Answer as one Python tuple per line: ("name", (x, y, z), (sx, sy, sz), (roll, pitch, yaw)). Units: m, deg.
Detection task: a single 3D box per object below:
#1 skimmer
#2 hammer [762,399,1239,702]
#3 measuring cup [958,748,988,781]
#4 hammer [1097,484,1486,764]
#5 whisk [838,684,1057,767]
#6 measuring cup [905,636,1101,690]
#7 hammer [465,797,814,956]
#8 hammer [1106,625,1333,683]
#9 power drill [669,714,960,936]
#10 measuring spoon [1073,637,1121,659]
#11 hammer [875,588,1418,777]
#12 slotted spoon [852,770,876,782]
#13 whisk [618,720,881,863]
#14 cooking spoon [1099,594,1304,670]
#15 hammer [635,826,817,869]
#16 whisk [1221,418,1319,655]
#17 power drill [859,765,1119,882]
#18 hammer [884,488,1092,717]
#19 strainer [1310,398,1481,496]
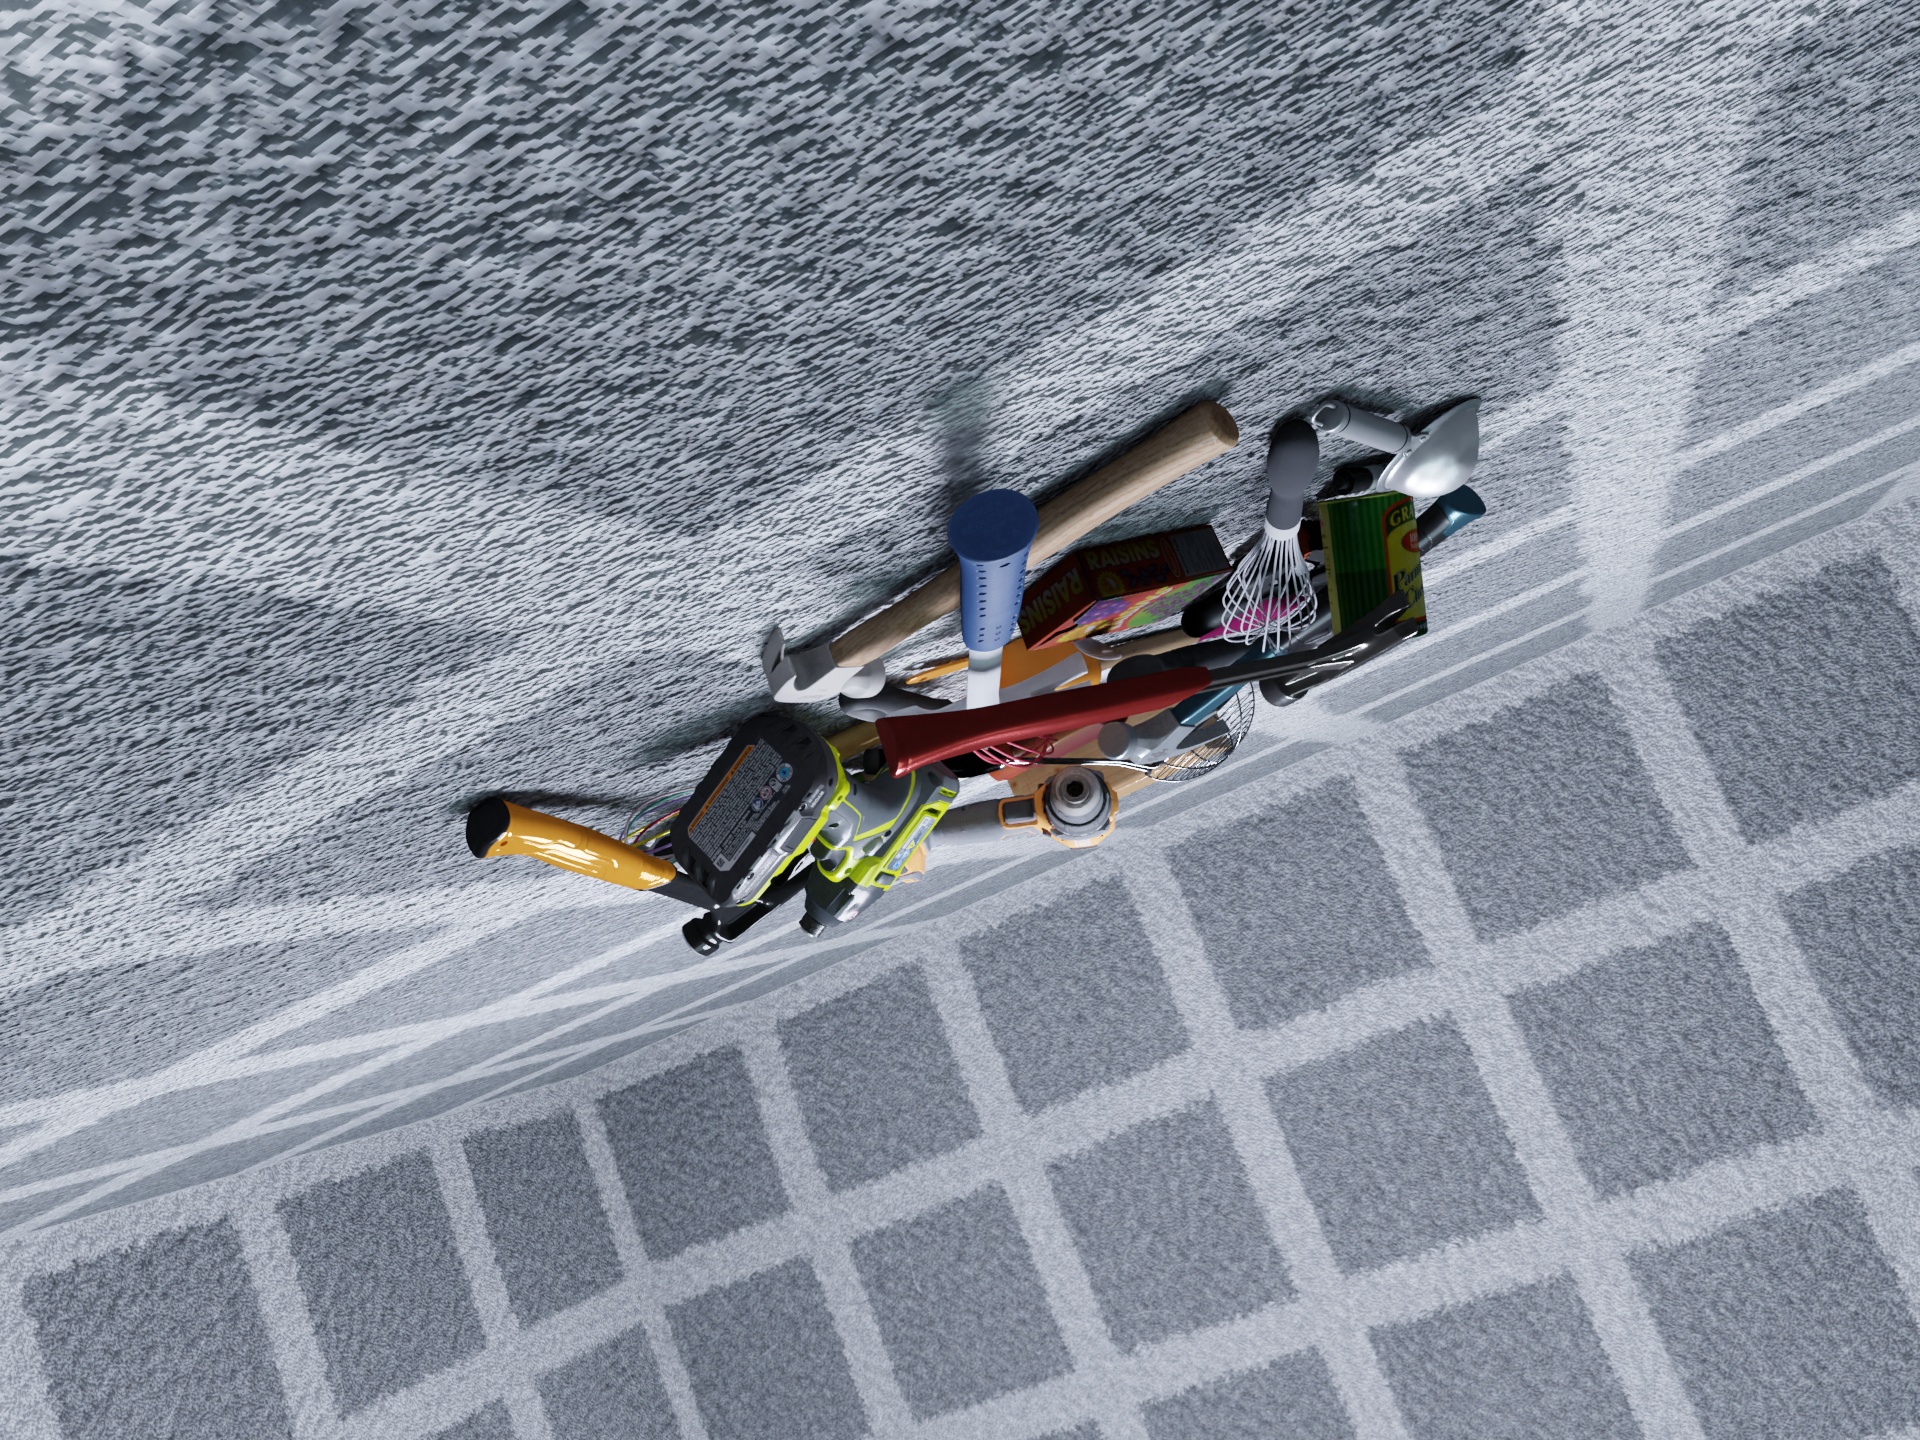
("skimmer", (0.091, 0.008, 1.414), (0.363, 0.090, 0.127), (0, 160, -15))
("hammer", (0.013, -0.088, 0.911), (0.331, 0.031, 0.130), (-29, 168, 32))
("measuring cup", (0.027, 0.020, 1.444), (0.167, 0.038, 0.083), (-24, 169, 22))
("hammer", (0.258, -0.069, 1.225), (0.331, 0.033, 0.128), (-39, 159, 24))
("whisk", (-0.002, -0.004, 1.235), (0.073, 0.073, 0.295), (-28, 161, 27))
("measuring cup", (0.034, -0.026, 1.191), (0.173, 0.052, 0.095), (-15, 168, -41))
("hammer", (-0.233, 0.106, 1.169), (0.127, 0.034, 0.336), (-36, 153, 11))
("hammer", (0.236, -0.060, 1.354), (0.334, 0.035, 0.146), (-15, 173, -45))
("power drill", (-0.107, 0.085, 1.184), (0.171, 0.080, 0.223), (-53, 152, 7))
("measuring spoon", (0.091, -0.060, 1.121), (0.034, 0.018, 0.124), (-5, -167, -10))
("hammer", (0.115, -0.018, 1.011), (0.359, 0.037, 0.149), (-11, 166, -27))
("slotted spoon", (-0.084, 0.054, 1.430), (0.070, 0.031, 0.313), (-21, 173, 22))
("whisk", (-0.155, 0.051, 1.233), (0.245, 0.051, 0.047), (-24, 164, -3))
("cooking spoon", (0.184, -0.069, 1.375), (0.319, 0.017, 0.068), (-16, 167, -35))
("hammer", (-0.143, 0.098, 1.497), (0.143, 0.038, 0.386), (-29, 167, 26))
("whisk", (0.206, -0.115, 1.037), (0.070, 0.070, 0.284), (-22, 158, -2))
("power drill", (0.019, 0.080, 1.329), (0.226, 0.084, 0.185), (-7, 169, 4))
("hammer", (0.020, -0.048, 0.920), (0.144, 0.035, 0.405), (-16, 168, -4))
("strainer", (0.275, -0.173, 0.995), (0.087, 0.050, 0.258), (-46, 155, 28))
